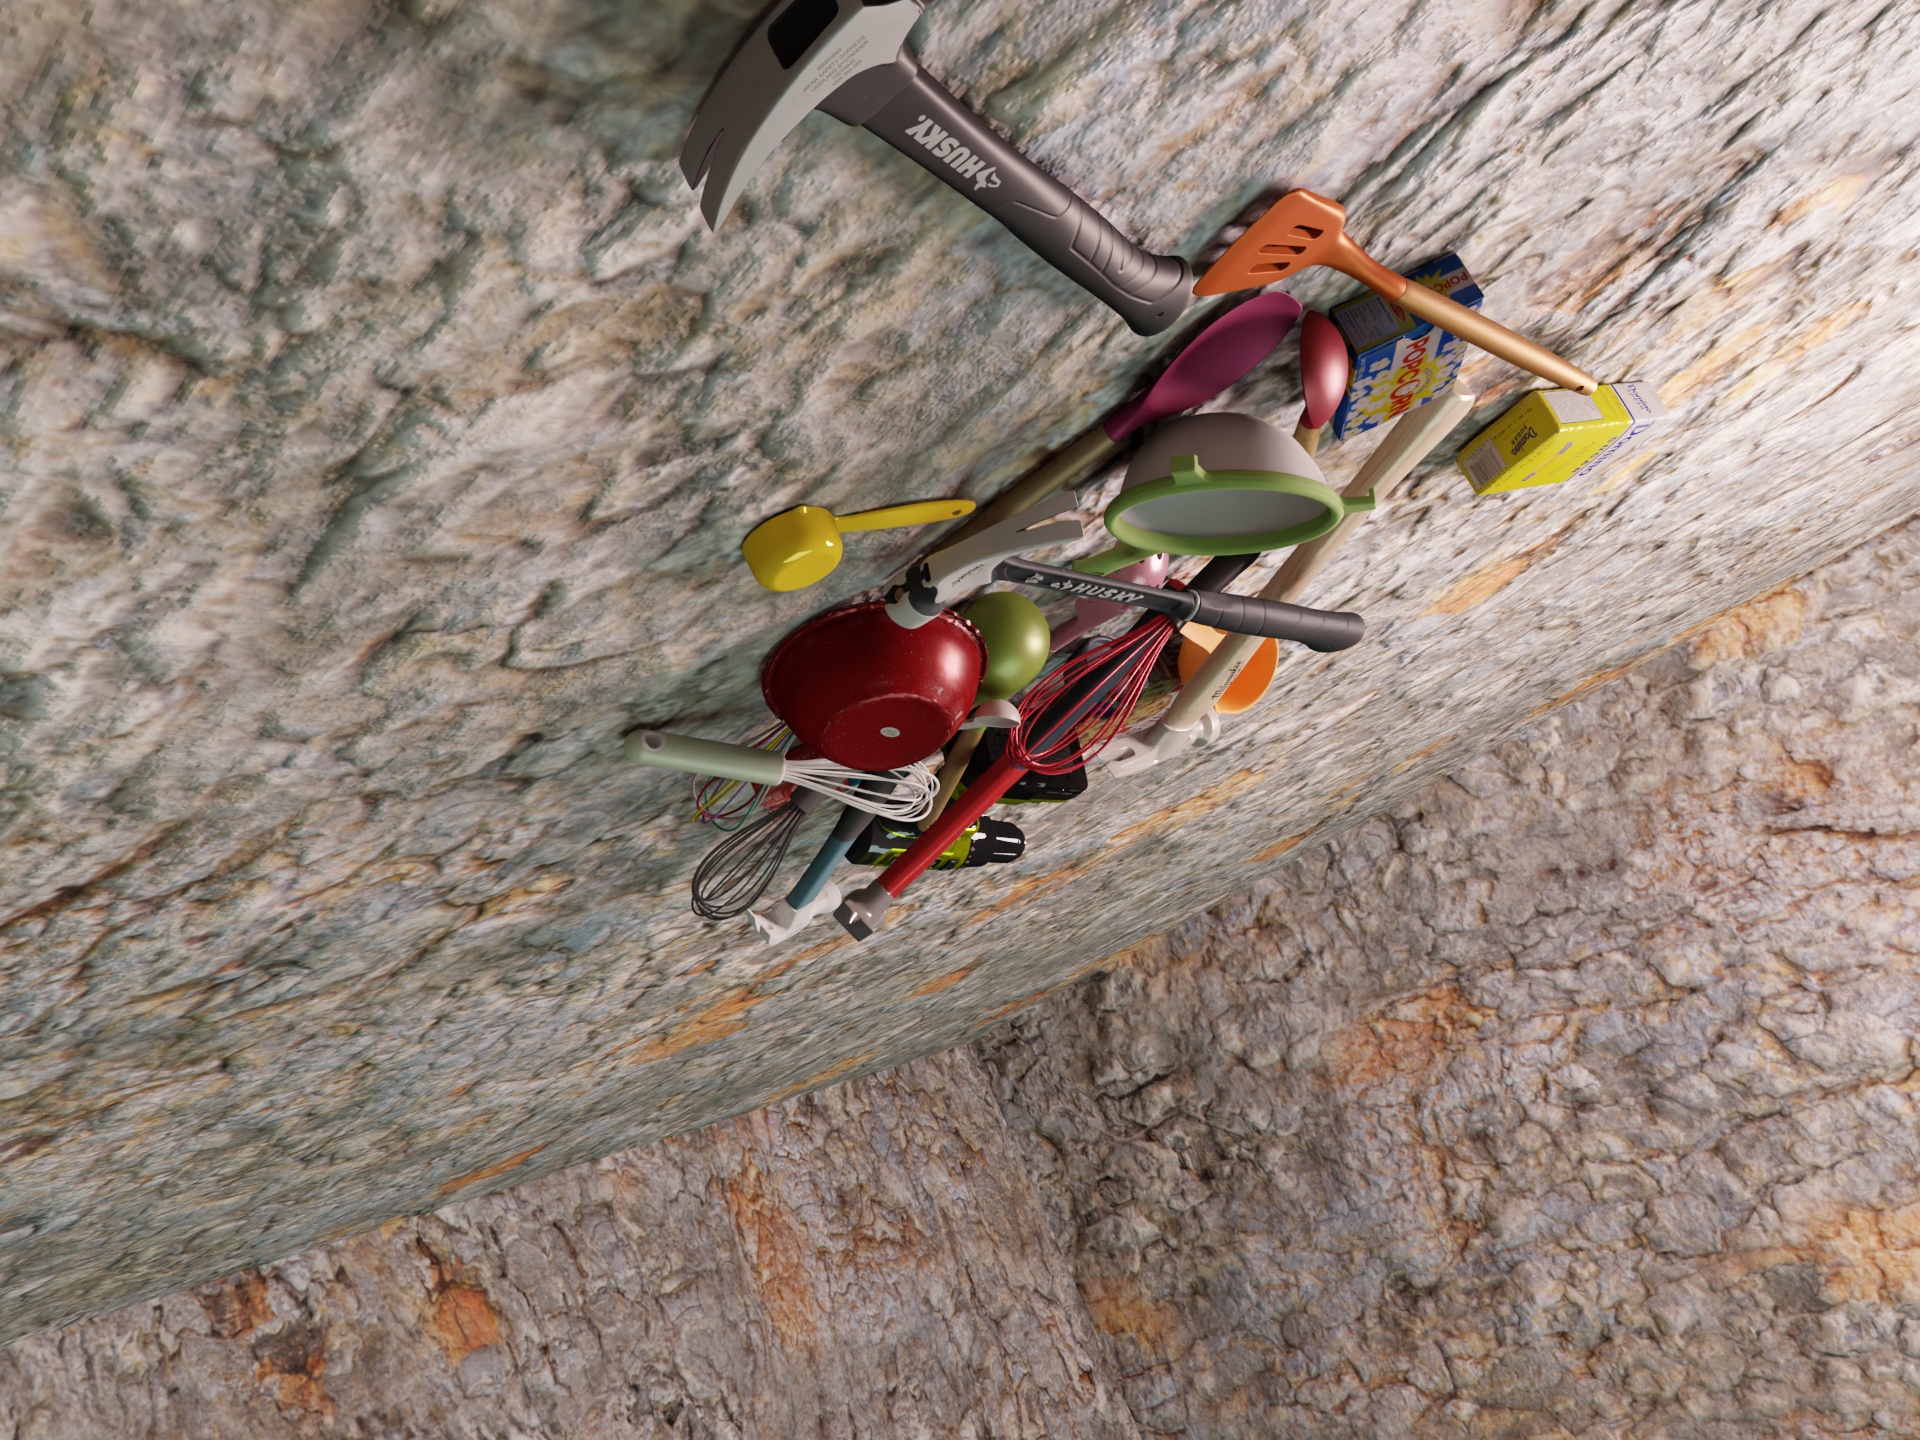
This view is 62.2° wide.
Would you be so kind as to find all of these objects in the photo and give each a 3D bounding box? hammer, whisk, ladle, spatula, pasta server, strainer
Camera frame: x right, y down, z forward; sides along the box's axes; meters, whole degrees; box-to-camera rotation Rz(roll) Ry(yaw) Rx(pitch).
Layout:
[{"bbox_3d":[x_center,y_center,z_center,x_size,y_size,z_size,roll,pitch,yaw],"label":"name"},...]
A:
[{"bbox_3d":[0.048,0.028,1.255,0.386,0.038,0.143,-44,177,-6],"label":"hammer"},{"bbox_3d":[0.144,-0.062,1.208,0.296,0.073,0.073,-43,167,-13],"label":"whisk"},{"bbox_3d":[0.001,0.006,1.271,0.078,0.062,0.320,-17,157,-24],"label":"ladle"},{"bbox_3d":[-0.126,0.037,1.159,0.246,0.058,0.059,11,145,-27],"label":"whisk"},{"bbox_3d":[0.268,-0.233,0.913,0.322,0.041,0.081,13,144,-34],"label":"spatula"},{"bbox_3d":[0.232,-0.192,1.068,0.031,0.069,0.315,3,172,8],"label":"ladle"},{"bbox_3d":[0.052,-0.056,1.271,0.060,0.040,0.316,-7,160,-46],"label":"pasta server"},{"bbox_3d":[0.144,-0.150,1.060,0.151,0.069,0.256,5,170,-25],"label":"strainer"},{"bbox_3d":[-0.136,0.014,1.192,0.047,0.051,0.245,0,148,-43],"label":"whisk"},{"bbox_3d":[0.248,-0.102,1.234,0.146,0.038,0.410,-18,152,-45],"label":"hammer"},{"bbox_3d":[-0.093,0.088,1.378,0.128,0.033,0.331,-28,159,-49],"label":"hammer"},{"bbox_3d":[0.021,-0.224,0.689,0.146,0.035,0.334,-32,162,23],"label":"hammer"},{"bbox_3d":[-0.126,0.067,1.258,0.239,0.055,0.055,-47,163,-1],"label":"whisk"},{"bbox_3d":[0.148,-0.085,1.091,0.408,0.036,0.149,5,158,-41],"label":"hammer"}]

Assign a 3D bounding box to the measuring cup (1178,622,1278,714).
[{"bbox_3d":[0.210,-0.072,1.402,0.173,0.052,0.095,32,88,-41],"label":"measuring cup"}]

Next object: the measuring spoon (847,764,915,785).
[{"bbox_3d":[-0.104,0.046,1.388,0.128,0.021,0.042,-12,149,-10],"label":"measuring spoon"}]

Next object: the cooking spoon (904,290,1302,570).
[{"bbox_3d":[0.072,-0.163,0.978,0.319,0.017,0.068,-34,156,28],"label":"cooking spoon"}]

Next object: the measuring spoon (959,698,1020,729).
[{"bbox_3d":[-0.002,-0.004,1.191,0.034,0.018,0.124,17,166,-39],"label":"measuring spoon"}]

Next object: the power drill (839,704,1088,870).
[{"bbox_3d":[0.018,0.075,1.475,0.190,0.080,0.228,7,149,-30],"label":"power drill"}]

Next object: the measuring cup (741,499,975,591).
[{"bbox_3d":[-0.054,-0.107,0.948,0.156,0.029,0.062,-13,160,-28],"label":"measuring cup"}]
